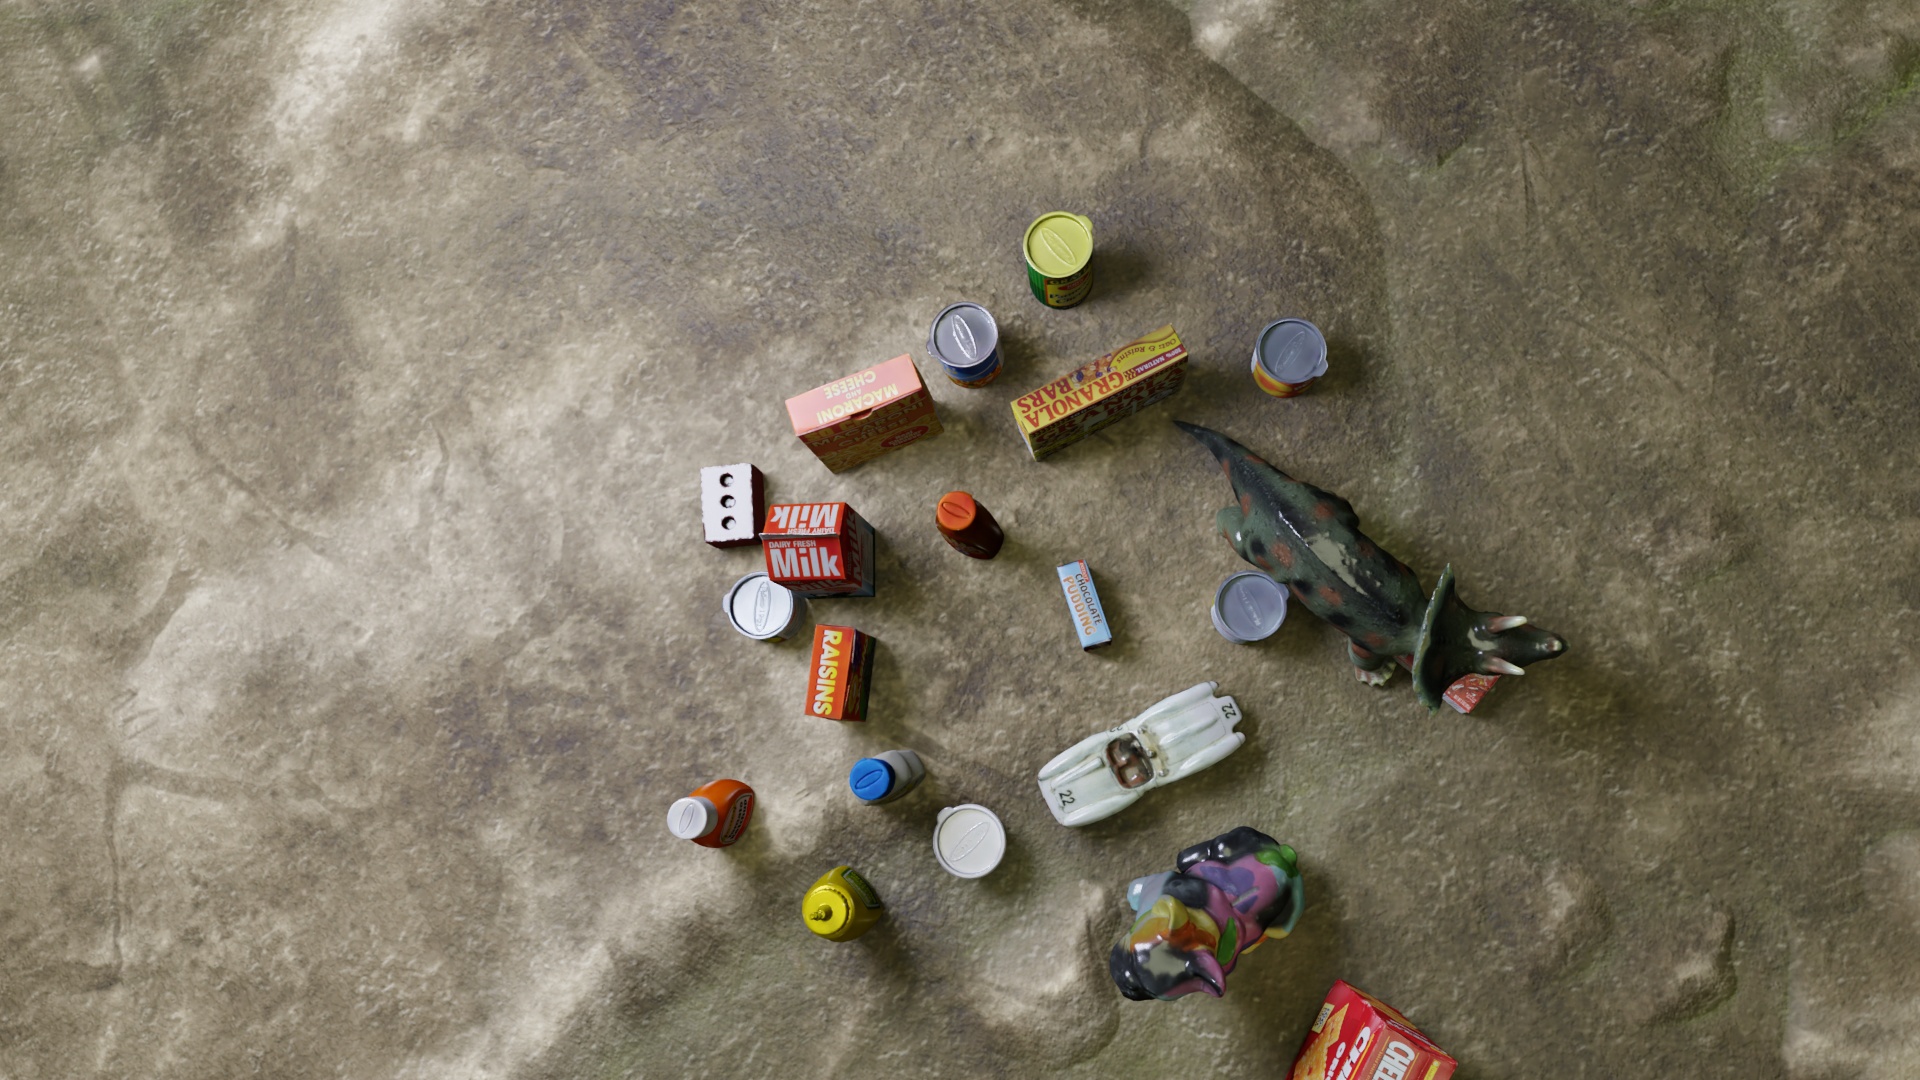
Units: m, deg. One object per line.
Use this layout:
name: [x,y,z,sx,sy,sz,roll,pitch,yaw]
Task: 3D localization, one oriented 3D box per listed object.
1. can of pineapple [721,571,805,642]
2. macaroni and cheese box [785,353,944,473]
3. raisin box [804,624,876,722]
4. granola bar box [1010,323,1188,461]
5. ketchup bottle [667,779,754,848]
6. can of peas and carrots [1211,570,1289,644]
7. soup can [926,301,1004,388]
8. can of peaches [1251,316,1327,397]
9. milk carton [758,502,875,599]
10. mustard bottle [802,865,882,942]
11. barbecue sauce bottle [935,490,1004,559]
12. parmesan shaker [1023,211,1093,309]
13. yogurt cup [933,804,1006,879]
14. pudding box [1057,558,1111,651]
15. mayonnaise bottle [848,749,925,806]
can of pineapple: [-0.191,0.065,1.365,0.071,0.058,0.071,-1,81,6]
macaroni and cheese box: [-0.087,-0.118,1.328,0.124,0.166,0.040,-21,80,3]
raisin box: [-0.112,0.127,1.312,0.040,0.123,0.086,7,82,7]
granola bar box: [0.134,-0.138,1.330,0.165,0.124,0.039,-26,79,1]
ketchup bottle: [-0.233,0.255,1.291,0.043,0.148,0.065,18,84,9]
can of peas and carrots: [0.274,0.063,1.315,0.071,0.058,0.071,-1,81,6]
soup can: [0.005,-0.191,1.373,0.071,0.083,0.071,-1,81,6]
can of peaches: [0.320,-0.176,1.349,0.071,0.058,0.071,-1,81,6]
milk carton: [-0.131,0.009,1.300,0.072,0.190,0.073,-2,81,6]
mustard bottle: [-0.111,0.333,1.260,0.049,0.160,0.065,-42,79,-1]
barbecue sauce bottle: [0.005,-0.016,1.311,0.065,0.148,0.043,26,85,9]
parmesan shaker: [0.100,-0.275,1.367,0.071,0.103,0.071,-1,81,6]
yogurt cup: [0.011,0.282,1.309,0.072,0.054,0.072,-1,81,6]
pudding box: [0.120,0.063,1.336,0.030,0.049,0.084,-18,79,3]
mayonnaise bottle: [-0.072,0.220,1.280,0.065,0.148,0.041,-32,79,1]
